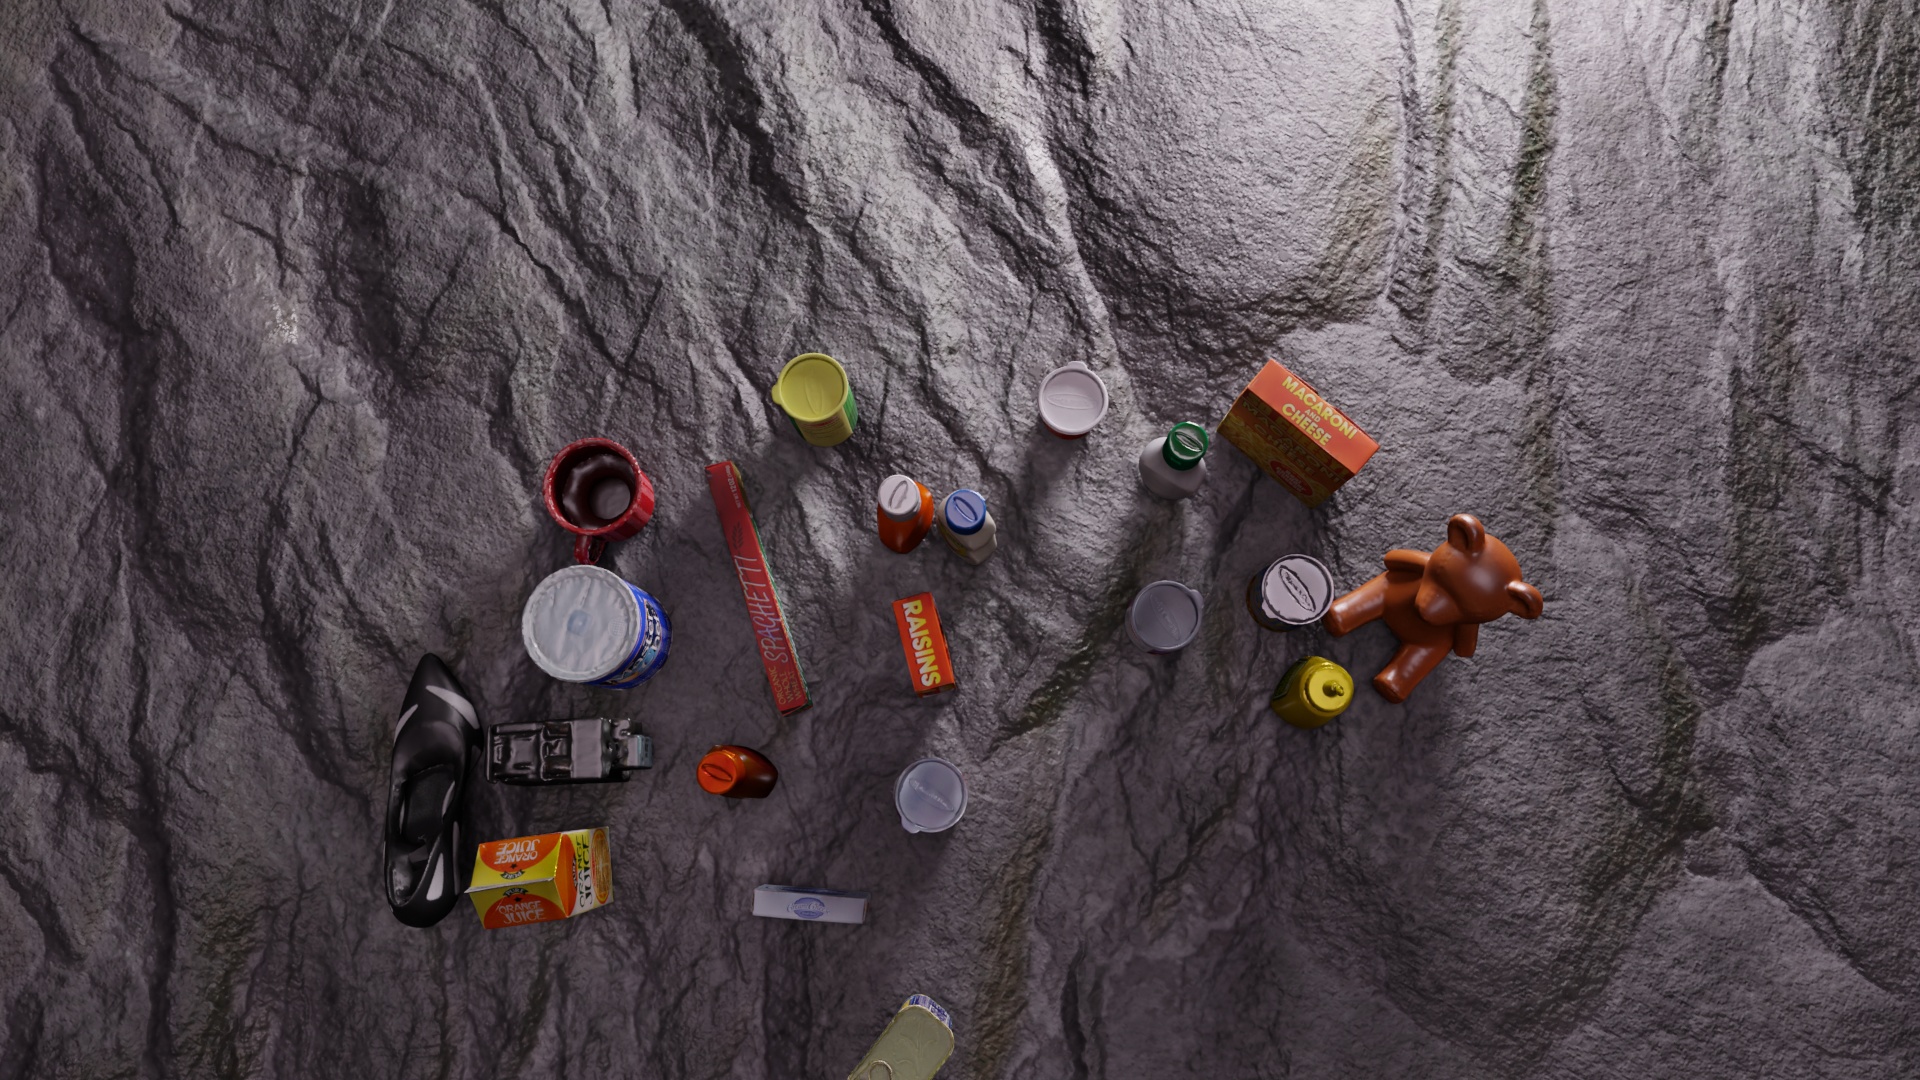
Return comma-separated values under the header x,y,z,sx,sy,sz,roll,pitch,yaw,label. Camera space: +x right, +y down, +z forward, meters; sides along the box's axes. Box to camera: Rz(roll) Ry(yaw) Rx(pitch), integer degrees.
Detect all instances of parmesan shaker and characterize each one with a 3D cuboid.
x,y,z,sx,sy,sz,roll,pitch,yaw,label
-0.138,-0.132,1.329,0.071,0.103,0.071,0,81,1,parmesan shaker

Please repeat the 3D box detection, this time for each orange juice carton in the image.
x,y,z,sx,sy,sz,roll,pitch,yaw,label
-0.364,0.293,1.212,0.072,0.192,0.073,-7,81,0,orange juice carton

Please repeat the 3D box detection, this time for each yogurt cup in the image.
x,y,z,sx,sy,sz,roll,pitch,yaw,label
0.107,-0.130,1.350,0.072,0.054,0.072,0,80,1,yogurt cup

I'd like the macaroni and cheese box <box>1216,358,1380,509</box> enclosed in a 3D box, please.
x,y,z,sx,sy,sz,roll,pitch,yaw,label
0.308,-0.096,1.285,0.124,0.166,0.040,41,84,7,macaroni and cheese box

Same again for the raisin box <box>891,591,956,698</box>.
x,y,z,sx,sy,sz,roll,pitch,yaw,label
-0.032,0.098,1.277,0.040,0.123,0.086,-14,81,-1,raisin box

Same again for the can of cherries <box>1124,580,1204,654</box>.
x,y,z,sx,sy,sz,roll,pitch,yaw,label
0.193,0.073,1.312,0.071,0.058,0.071,0,80,1,can of cherries

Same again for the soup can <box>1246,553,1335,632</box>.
x,y,z,sx,sy,sz,roll,pitch,yaw,label
0.305,0.052,1.301,0.071,0.083,0.071,0,81,1,soup can

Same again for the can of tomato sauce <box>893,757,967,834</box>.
x,y,z,sx,sy,sz,roll,pitch,yaw,label
-0.027,0.235,1.274,0.071,0.083,0.071,0,81,1,can of tomato sauce

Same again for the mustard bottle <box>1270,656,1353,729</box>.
x,y,z,sx,sy,sz,roll,pitch,yaw,label
0.321,0.134,1.248,0.049,0.160,0.065,33,83,6,mustard bottle

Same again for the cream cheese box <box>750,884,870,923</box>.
x,y,z,sx,sy,sz,roll,pitch,yaw,label
-0.136,0.333,1.273,0.104,0.053,0.024,4,81,1,cream cheese box

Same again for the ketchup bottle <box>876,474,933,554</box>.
x,y,z,sx,sy,sz,roll,pitch,yaw,label
-0.052,-0.028,1.286,0.043,0.148,0.065,28,82,5,ketchup bottle

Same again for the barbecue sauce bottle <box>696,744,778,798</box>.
x,y,z,sx,sy,sz,roll,pitch,yaw,label
-0.205,0.208,1.247,0.065,0.148,0.044,25,82,5,barbecue sauce bottle

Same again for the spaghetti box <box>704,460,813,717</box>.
x,y,z,sx,sy,sz,roll,pitch,yaw,label
-0.192,0.046,1.325,0.029,0.050,0.250,-19,80,-2,spaghetti box

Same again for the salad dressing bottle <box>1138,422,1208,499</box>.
x,y,z,sx,sy,sz,roll,pitch,yaw,label
0.201,-0.075,1.292,0.064,0.147,0.044,33,83,6,salad dressing bottle

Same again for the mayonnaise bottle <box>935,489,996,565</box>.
x,y,z,sx,sy,sz,roll,pitch,yaw,label
0.005,-0.016,1.284,0.041,0.148,0.065,-43,83,-6,mayonnaise bottle
